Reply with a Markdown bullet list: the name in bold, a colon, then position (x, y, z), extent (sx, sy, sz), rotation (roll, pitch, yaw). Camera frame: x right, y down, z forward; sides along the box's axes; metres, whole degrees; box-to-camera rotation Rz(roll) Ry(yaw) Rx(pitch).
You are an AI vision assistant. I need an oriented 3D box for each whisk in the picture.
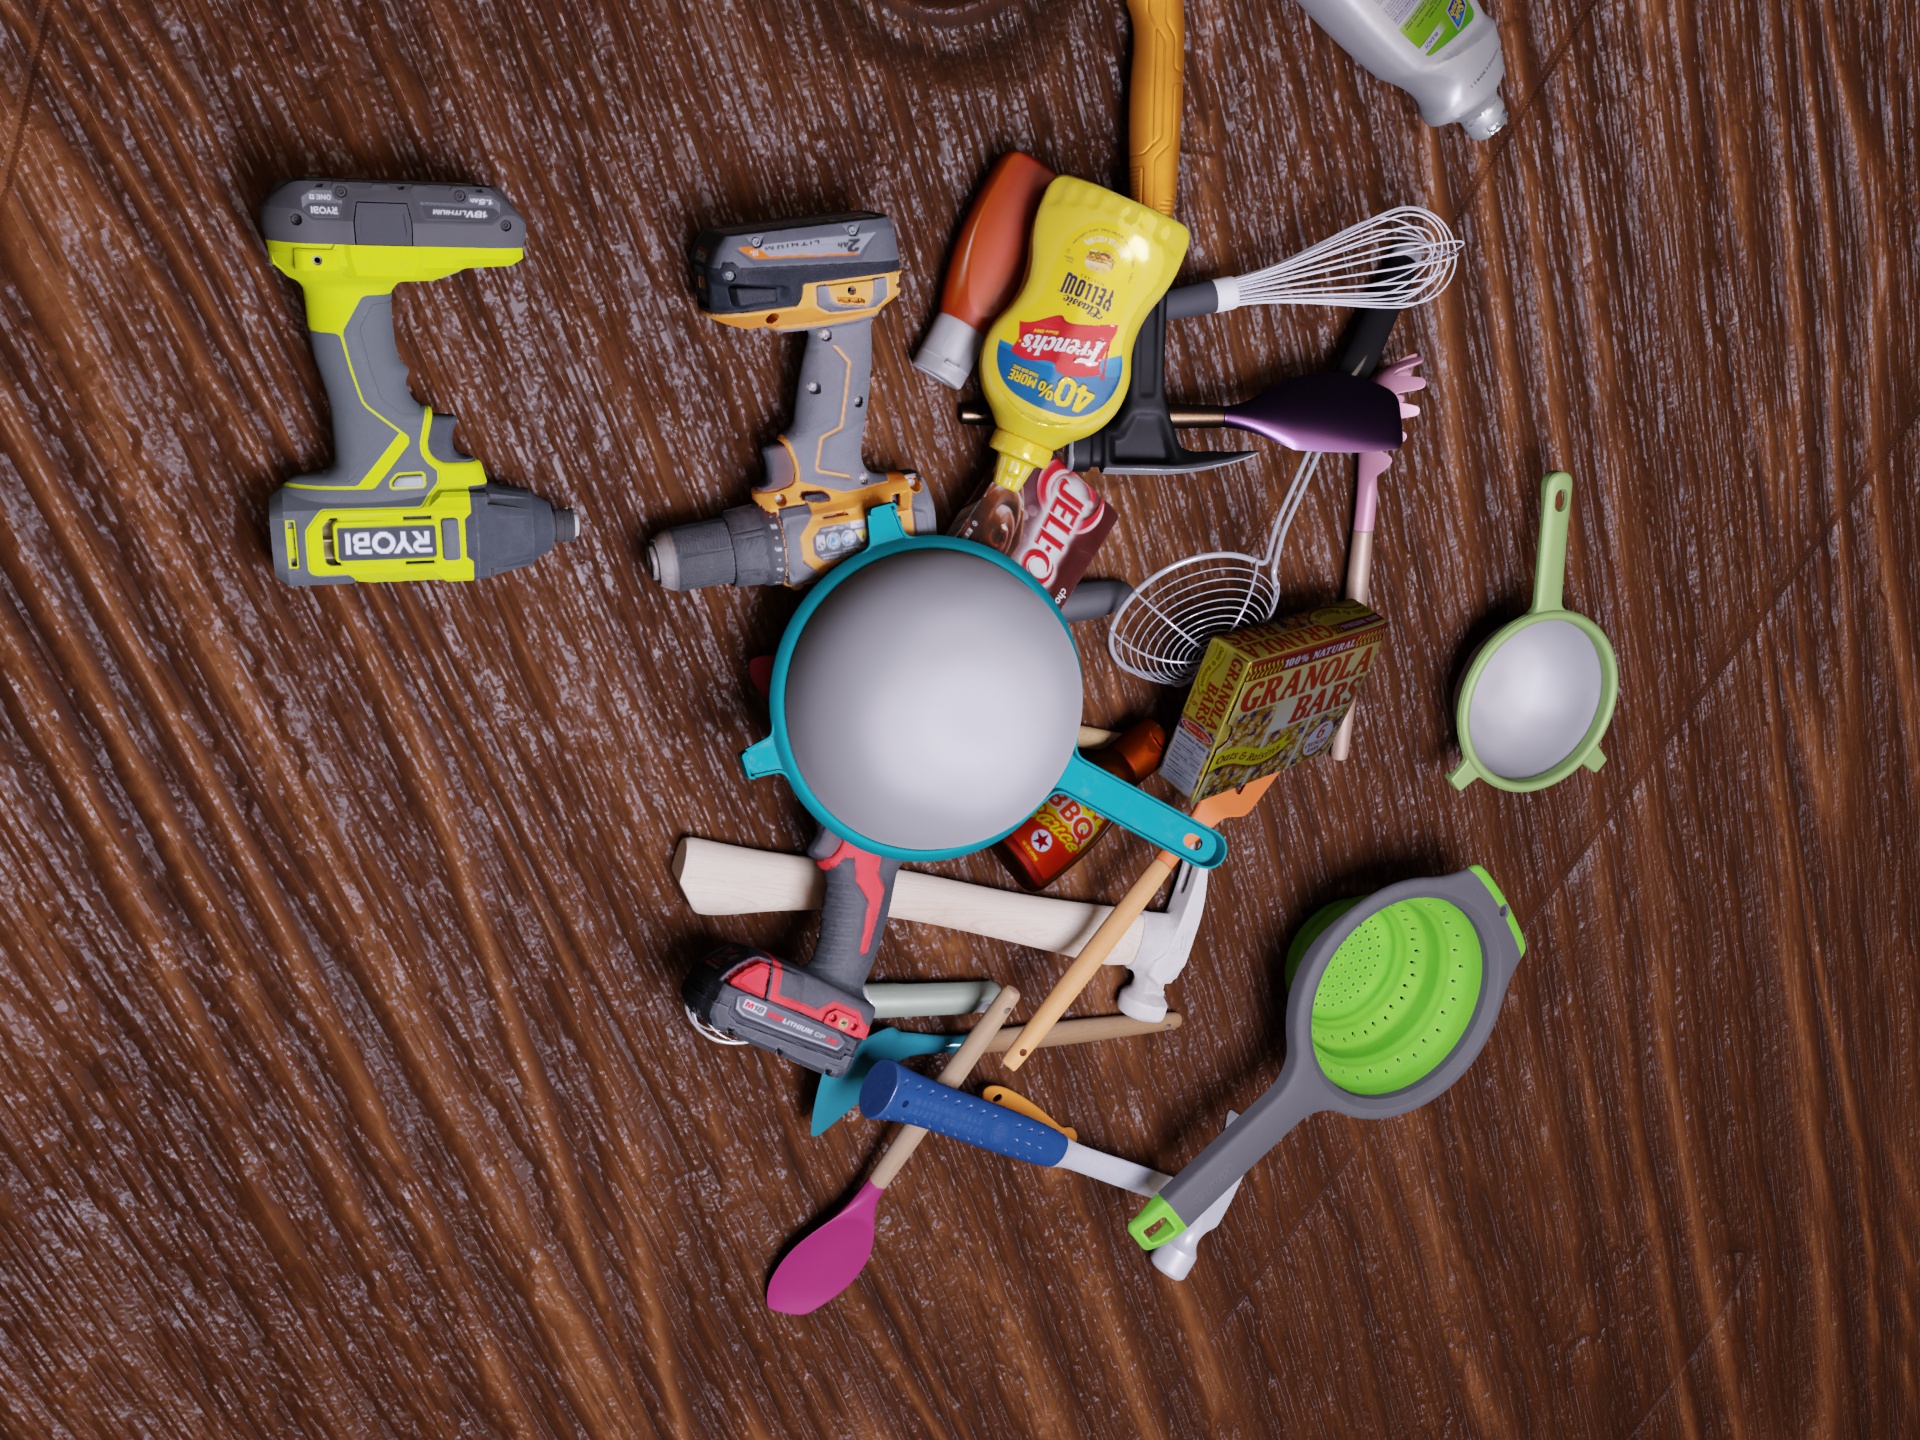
- **whisk**: position (-0.079, 0.201, 1.141), extent (0.246, 0.059, 0.057), rotation (3, 141, -28)
- **whisk**: position (0.211, -0.299, 1.095), extent (0.284, 0.070, 0.070), rotation (-13, 111, -7)
- **whisk**: position (0.018, -0.070, 1.100), extent (0.239, 0.055, 0.055), rotation (-11, 110, -25)

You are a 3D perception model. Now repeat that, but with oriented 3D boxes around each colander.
- **colander**: position (0.270, 0.261, 1.273), extent (0.397, 0.095, 0.204), rotation (-40, 117, -9)

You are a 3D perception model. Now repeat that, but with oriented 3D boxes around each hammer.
- **hammer**: position (0.083, 0.324, 1.209), extent (0.405, 0.035, 0.144), rotation (30, 91, -39)
- **hammer**: position (0.133, -0.331, 1.041), extent (0.127, 0.034, 0.337), rotation (0, 97, -3)
- **hammer**: position (-0.005, 0.124, 1.152), extent (0.410, 0.038, 0.146), rotation (13, 99, -25)

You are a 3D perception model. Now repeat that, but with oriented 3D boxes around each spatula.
- **spatula**: position (0.034, 0.250, 1.202), extent (0.317, 0.044, 0.082), rotation (-2, 124, -24)
- **spatula**: position (0.155, -0.211, 1.094), extent (0.316, 0.018, 0.060), rotation (-2, 79, -10)
- **spatula**: position (0.131, 0.124, 1.172), extent (0.081, 0.041, 0.322), rotation (43, 77, -15)

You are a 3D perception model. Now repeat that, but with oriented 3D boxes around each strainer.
- **strainer**: position (0.046, 0.020, 1.005), extent (0.340, 0.095, 0.211), rotation (28, 87, -18)
- **strainer**: position (0.447, -0.073, 1.266), extent (0.151, 0.069, 0.256), rotation (-6, 107, -19)

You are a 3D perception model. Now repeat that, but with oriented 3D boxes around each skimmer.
- **skimmer**: position (0.226, -0.189, 1.156), extent (0.127, 0.090, 0.363), rotation (34, 80, -47)

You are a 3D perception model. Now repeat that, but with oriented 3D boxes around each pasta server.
- **pasta server**: position (0.312, -0.118, 1.213), extent (0.040, 0.060, 0.316), rotation (3, 109, 3)

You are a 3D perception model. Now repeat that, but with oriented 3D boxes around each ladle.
- **ladle**: position (-0.002, -0.004, 1.110), extent (0.315, 0.069, 0.031), rotation (9, 74, -31)

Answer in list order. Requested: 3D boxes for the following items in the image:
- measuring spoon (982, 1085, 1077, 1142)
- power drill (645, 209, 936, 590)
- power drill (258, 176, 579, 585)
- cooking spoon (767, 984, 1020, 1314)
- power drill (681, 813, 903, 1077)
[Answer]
- **measuring spoon**: position (0.055, 0.310, 1.236), extent (0.021, 0.011, 0.116), rotation (-49, 128, 2)
- **power drill**: position (-0.115, -0.190, 0.989), extent (0.185, 0.084, 0.226), rotation (-13, 115, -18)
- **power drill**: position (-0.308, -0.190, 0.908), extent (0.171, 0.080, 0.223), rotation (-5, 111, -21)
- **cooking spoon**: position (-0.048, 0.321, 1.175), extent (0.068, 0.017, 0.319), rotation (25, 106, -32)
- **power drill**: position (-0.091, 0.109, 1.052), extent (0.143, 0.078, 0.220), rotation (29, 81, -23)
